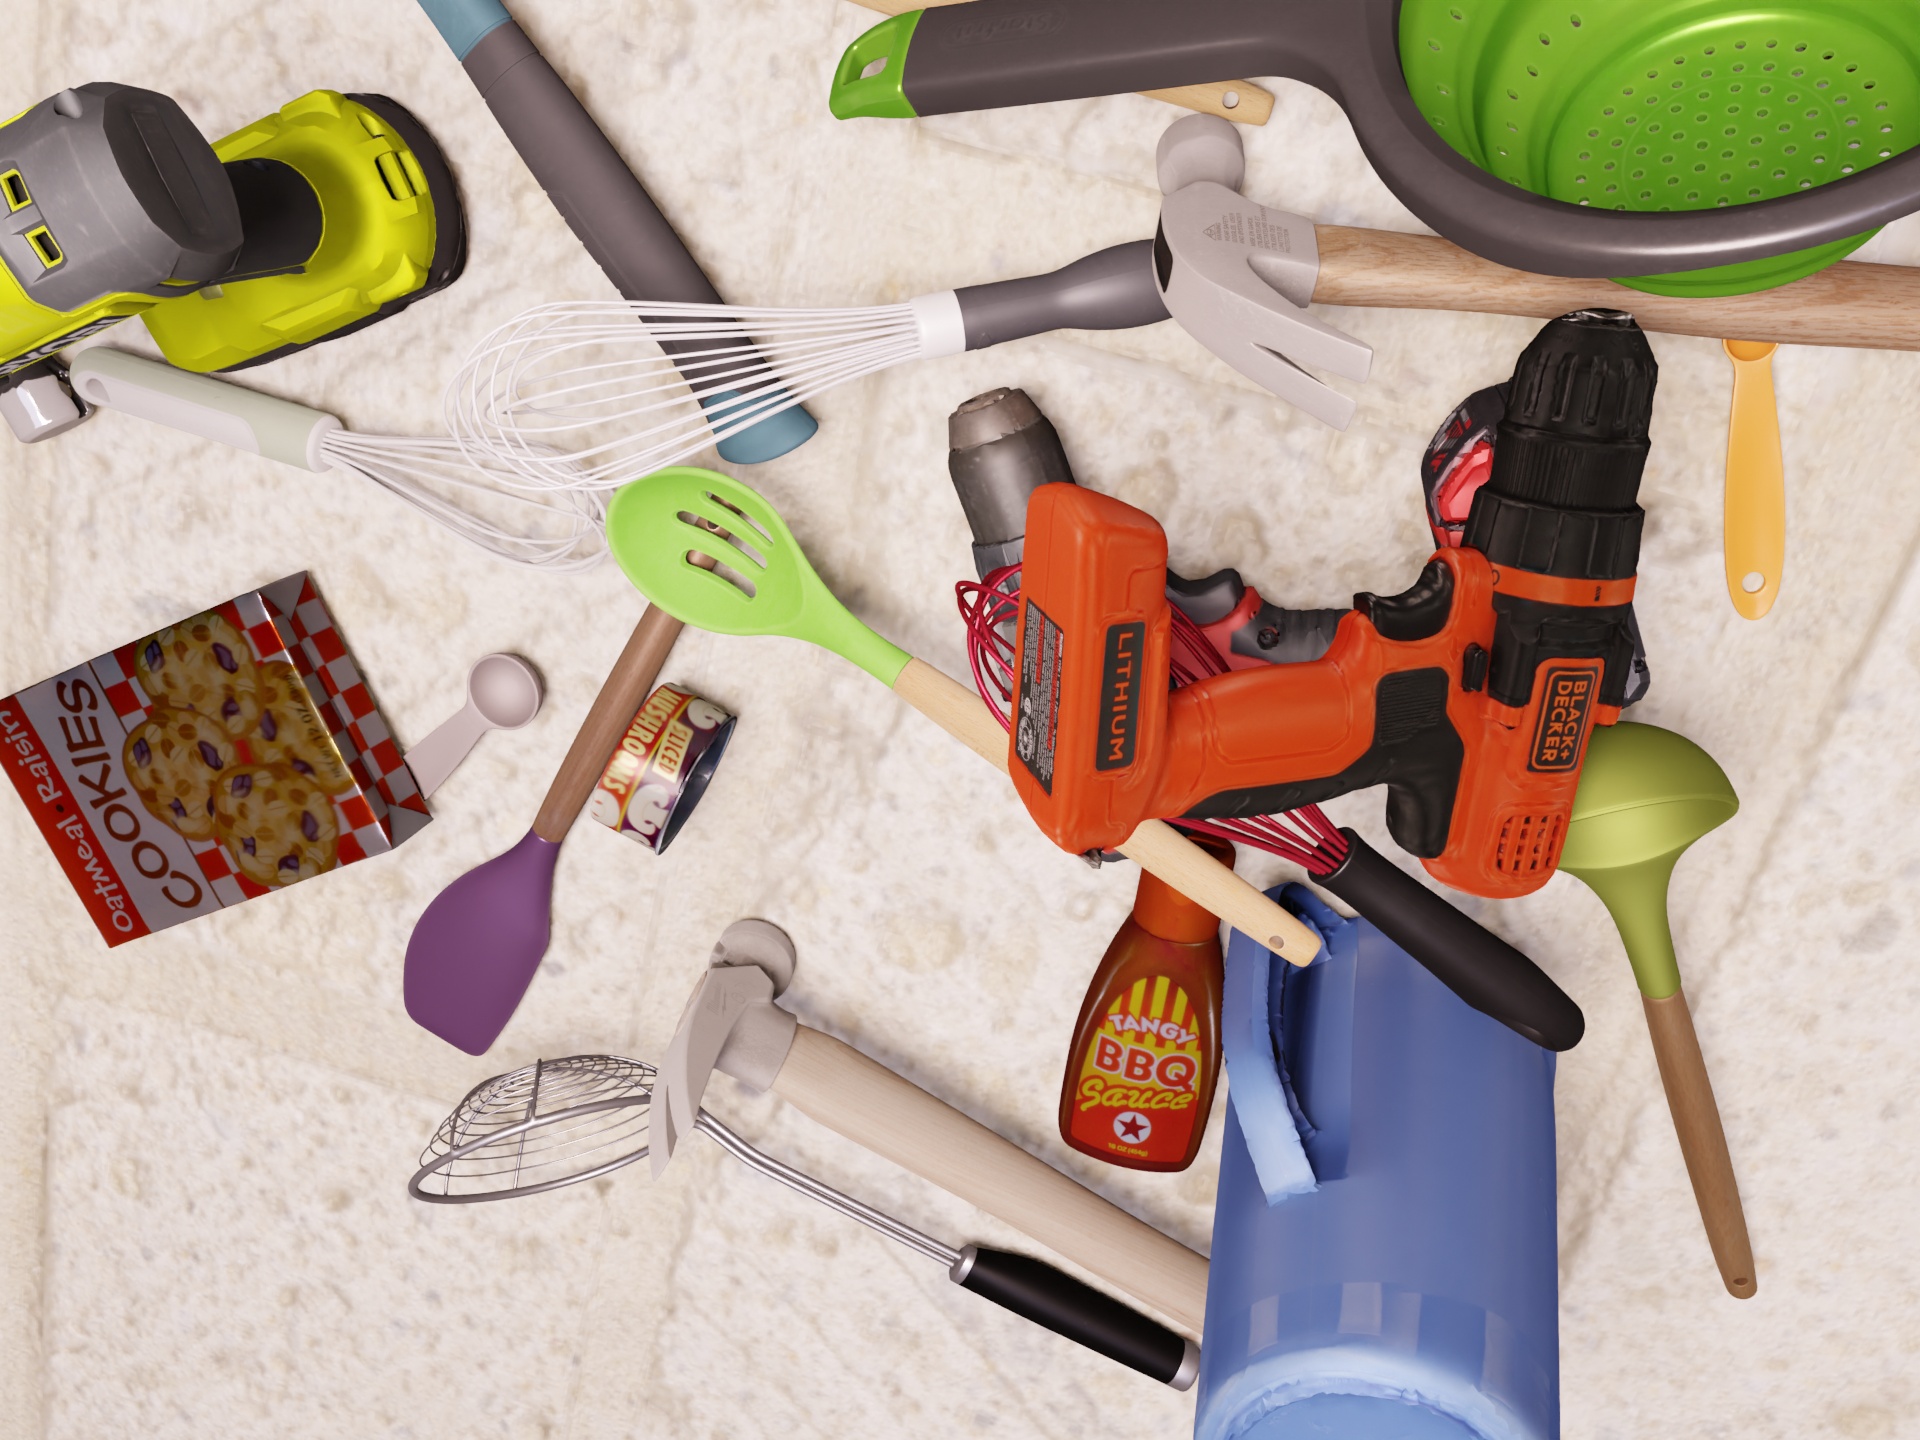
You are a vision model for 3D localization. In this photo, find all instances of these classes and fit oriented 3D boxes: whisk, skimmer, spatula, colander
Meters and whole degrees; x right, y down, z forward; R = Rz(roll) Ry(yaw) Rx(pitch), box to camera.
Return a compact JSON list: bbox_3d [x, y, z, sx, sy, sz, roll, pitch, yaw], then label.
[{"bbox_3d":[0.115,0.036,0.555,0.295,0.073,0.073,36,112,-17],"label":"whisk"},{"bbox_3d":[-0.063,0.248,0.722,0.363,0.090,0.127,26,145,-3],"label":"skimmer"},{"bbox_3d":[-0.172,0.028,0.697,0.060,0.018,0.315,33,113,-2],"label":"spatula"},{"bbox_3d":[0.146,-0.196,0.490,0.397,0.094,0.205,5,70,28],"label":"colander"},{"bbox_3d":[-0.040,-0.133,0.564,0.284,0.070,0.070,-13,109,-7],"label":"whisk"},{"bbox_3d":[-0.251,-0.109,0.645,0.246,0.059,0.057,17,140,7],"label":"whisk"}]

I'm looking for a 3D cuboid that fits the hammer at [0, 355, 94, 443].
[{"bbox_3d":[-0.543,-0.131,0.692,0.335,0.035,0.146,-22,106,17],"label":"hammer"}]

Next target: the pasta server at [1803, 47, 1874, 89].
[{"bbox_3d":[0.286,-0.219,0.514,0.316,0.040,0.060,31,124,-4],"label":"pasta server"}]

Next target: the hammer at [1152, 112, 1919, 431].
[{"bbox_3d":[0.230,-0.141,0.527,0.331,0.130,0.031,4,141,0],"label":"hammer"}]

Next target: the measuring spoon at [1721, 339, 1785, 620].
[{"bbox_3d":[0.287,-0.092,0.578,0.021,0.011,0.116,-8,112,12],"label":"measuring spoon"}]

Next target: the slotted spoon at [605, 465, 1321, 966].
[{"bbox_3d":[-0.001,-0.002,0.598,0.314,0.031,0.070,34,126,9],"label":"slotted spoon"}]

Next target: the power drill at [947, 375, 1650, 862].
[{"bbox_3d":[0.114,-0.057,0.586,0.226,0.080,0.187,-16,107,18],"label":"power drill"}]

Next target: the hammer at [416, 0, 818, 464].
[{"bbox_3d":[-0.163,-0.232,0.575,0.128,0.033,0.330,-20,113,44],"label":"hammer"}]

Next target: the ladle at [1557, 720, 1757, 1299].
[{"bbox_3d":[0.274,0.129,0.607,0.078,0.062,0.319,-15,121,21],"label":"ladle"}]

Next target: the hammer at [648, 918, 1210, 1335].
[{"bbox_3d":[0.061,0.226,0.676,0.410,0.146,0.038,31,112,-7],"label":"hammer"}]

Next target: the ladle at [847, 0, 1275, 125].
[{"bbox_3d":[-0.041,-0.262,0.562,0.315,0.031,0.069,18,117,1],"label":"ladle"}]

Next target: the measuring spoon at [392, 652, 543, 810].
[{"bbox_3d":[-0.224,0.010,0.704,0.124,0.018,0.034,-38,95,27],"label":"measuring spoon"}]

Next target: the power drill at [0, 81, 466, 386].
[{"bbox_3d":[-0.280,-0.154,0.535,0.171,0.223,0.080,-18,106,16],"label":"power drill"}]
